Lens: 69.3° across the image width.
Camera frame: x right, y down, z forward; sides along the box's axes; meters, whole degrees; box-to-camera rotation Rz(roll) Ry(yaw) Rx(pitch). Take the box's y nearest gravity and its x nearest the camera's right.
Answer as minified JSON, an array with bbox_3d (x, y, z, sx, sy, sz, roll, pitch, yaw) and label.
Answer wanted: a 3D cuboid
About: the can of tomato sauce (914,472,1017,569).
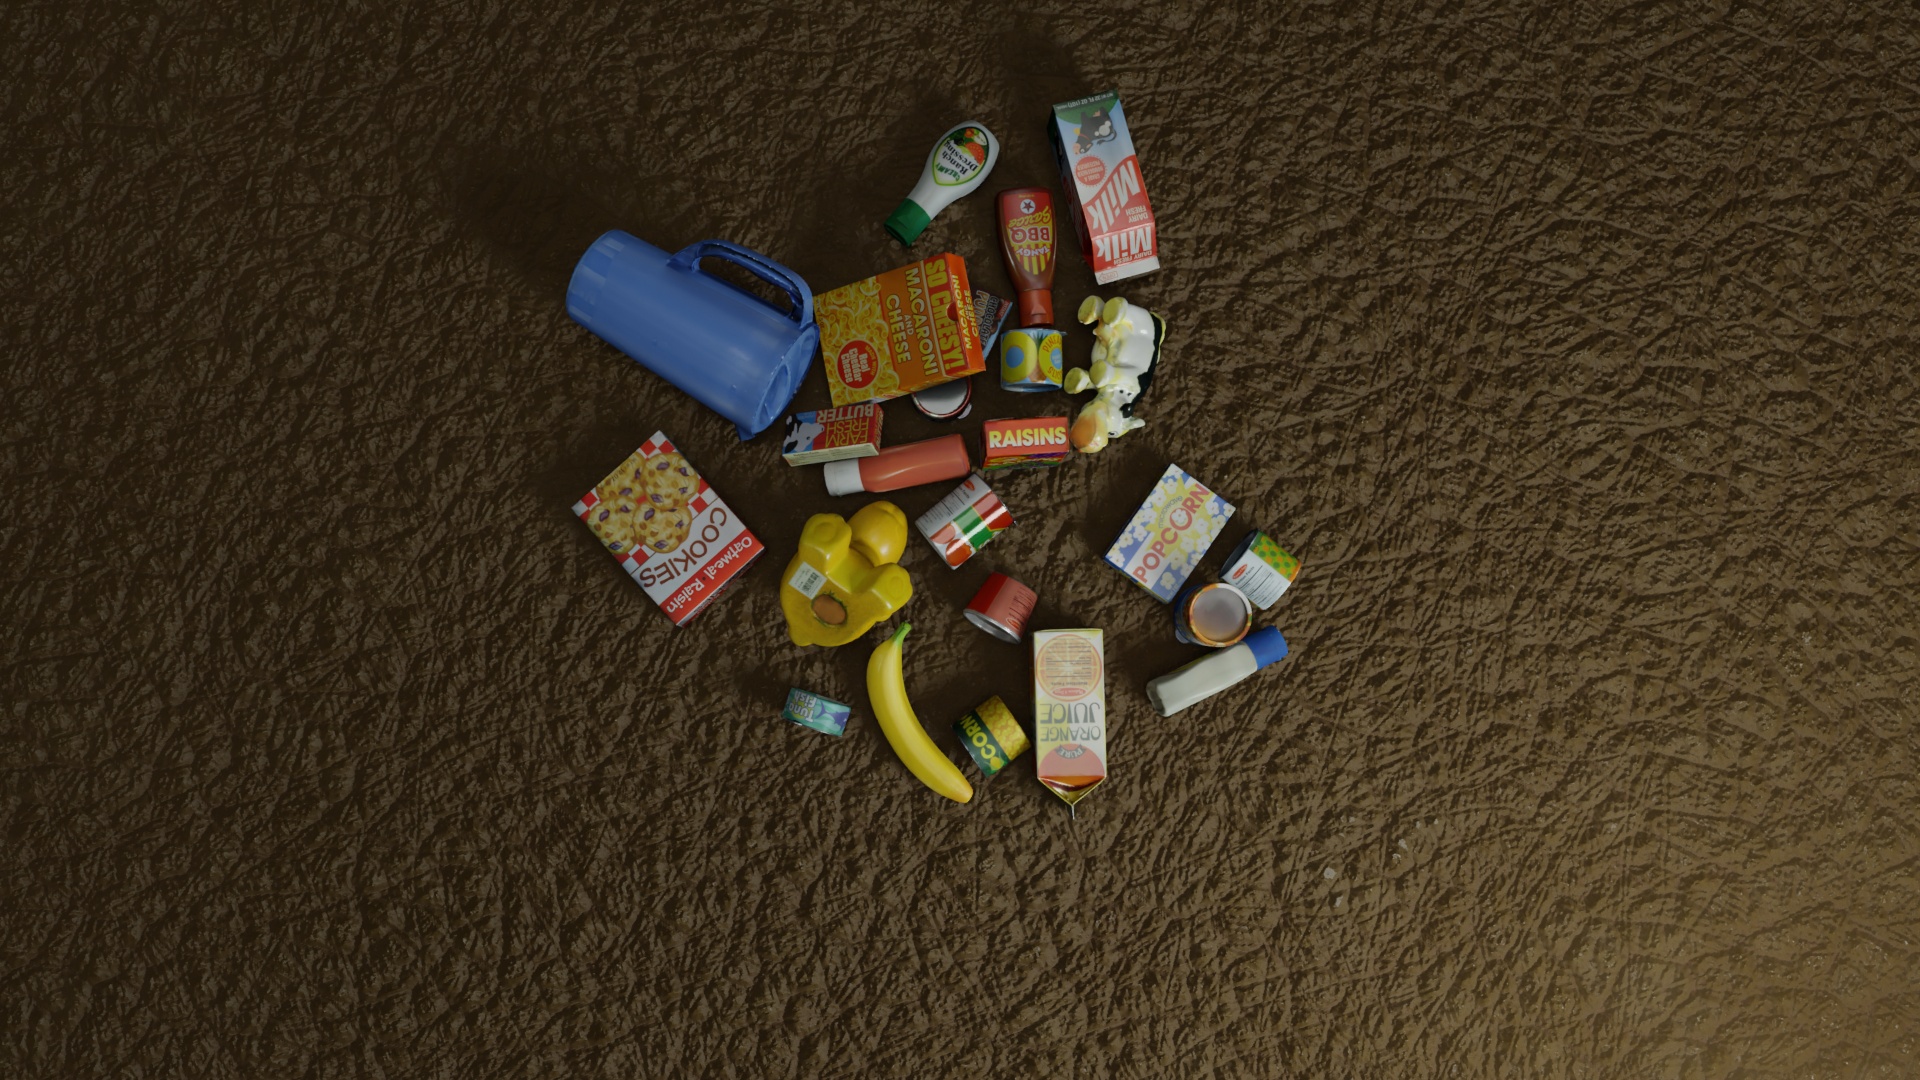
[{"bbox_3d":[0.005,-0.018,1.451,0.083,0.071,0.071,-39,88,-3],"label":"can of tomato sauce"}]

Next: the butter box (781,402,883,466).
[{"bbox_3d":[-0.133,-0.111,1.450,0.103,0.024,0.053,-6,60,17],"label":"butter box"}]

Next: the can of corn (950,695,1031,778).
[{"bbox_3d":[0.031,0.201,1.433,0.058,0.071,0.071,-35,88,-5],"label":"can of corn"}]

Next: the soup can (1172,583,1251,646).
[{"bbox_3d":[0.259,0.080,1.443,0.071,0.083,0.071,0,87,-2],"label":"soup can"}]

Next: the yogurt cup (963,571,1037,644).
[{"bbox_3d":[0.044,0.069,1.448,0.072,0.072,0.054,30,78,0],"label":"yogurt cup"}]

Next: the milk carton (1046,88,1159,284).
[{"bbox_3d":[0.153,-0.371,1.478,0.072,0.073,0.190,-16,87,-3],"label":"milk carton"}]

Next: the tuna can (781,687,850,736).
[{"bbox_3d":[-0.150,0.176,1.429,0.071,0.071,0.033,18,85,0],"label":"tuna can"}]

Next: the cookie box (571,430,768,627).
[{"bbox_3d":[-0.302,-0.011,1.454,0.123,0.040,0.167,-42,87,-4],"label":"cookie box"}]

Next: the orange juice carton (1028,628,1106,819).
[{"bbox_3d":[0.111,0.188,1.436,0.073,0.072,0.192,-1,86,-2],"label":"orange juice carton"}]

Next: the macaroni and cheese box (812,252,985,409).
[{"bbox_3d":[-0.066,-0.214,1.438,0.166,0.040,0.123,-13,86,27],"label":"macaroni and cheese box"}]

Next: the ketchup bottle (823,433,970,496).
[{"bbox_3d":[-0.067,-0.076,1.457,0.149,0.064,0.043,-10,76,6],"label":"ketchup bottle"}]

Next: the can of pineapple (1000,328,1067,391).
[{"bbox_3d":[0.076,-0.190,1.465,0.071,0.071,0.058,0,87,-2],"label":"can of pineapple"}]

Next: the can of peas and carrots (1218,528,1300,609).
[{"bbox_3d":[0.315,0.029,1.459,0.059,0.071,0.071,38,86,1],"label":"can of peas and carrots"}]

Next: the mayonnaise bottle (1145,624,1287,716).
[{"bbox_3d":[0.269,0.135,1.452,0.148,0.064,0.041,-25,84,-8],"label":"mayonnaise bottle"}]

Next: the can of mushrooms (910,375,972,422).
[{"bbox_3d":[-0.019,-0.159,1.477,0.071,0.033,0.071,0,85,-2],"label":"can of mushrooms"}]

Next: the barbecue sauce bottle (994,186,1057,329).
[{"bbox_3d":[0.074,-0.300,1.485,0.065,0.043,0.148,-5,86,-8],"label":"barbecue sauce bottle"}]

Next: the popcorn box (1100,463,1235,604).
[{"bbox_3d":[0.219,-0.007,1.471,0.085,0.038,0.127,36,85,1],"label":"popcorn box"}]

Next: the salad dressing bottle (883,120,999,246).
[{"bbox_3d":[-0.021,-0.381,1.488,0.064,0.044,0.148,40,86,1],"label":"salad dressing bottle"}]

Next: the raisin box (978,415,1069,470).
[{"bbox_3d":[0.064,-0.100,1.430,0.086,0.123,0.040,-3,87,-2],"label":"raisin box"}]

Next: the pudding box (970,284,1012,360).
[{"bbox_3d":[0.016,-0.225,1.469,0.050,0.030,0.084,27,61,0],"label":"pudding box"}]
